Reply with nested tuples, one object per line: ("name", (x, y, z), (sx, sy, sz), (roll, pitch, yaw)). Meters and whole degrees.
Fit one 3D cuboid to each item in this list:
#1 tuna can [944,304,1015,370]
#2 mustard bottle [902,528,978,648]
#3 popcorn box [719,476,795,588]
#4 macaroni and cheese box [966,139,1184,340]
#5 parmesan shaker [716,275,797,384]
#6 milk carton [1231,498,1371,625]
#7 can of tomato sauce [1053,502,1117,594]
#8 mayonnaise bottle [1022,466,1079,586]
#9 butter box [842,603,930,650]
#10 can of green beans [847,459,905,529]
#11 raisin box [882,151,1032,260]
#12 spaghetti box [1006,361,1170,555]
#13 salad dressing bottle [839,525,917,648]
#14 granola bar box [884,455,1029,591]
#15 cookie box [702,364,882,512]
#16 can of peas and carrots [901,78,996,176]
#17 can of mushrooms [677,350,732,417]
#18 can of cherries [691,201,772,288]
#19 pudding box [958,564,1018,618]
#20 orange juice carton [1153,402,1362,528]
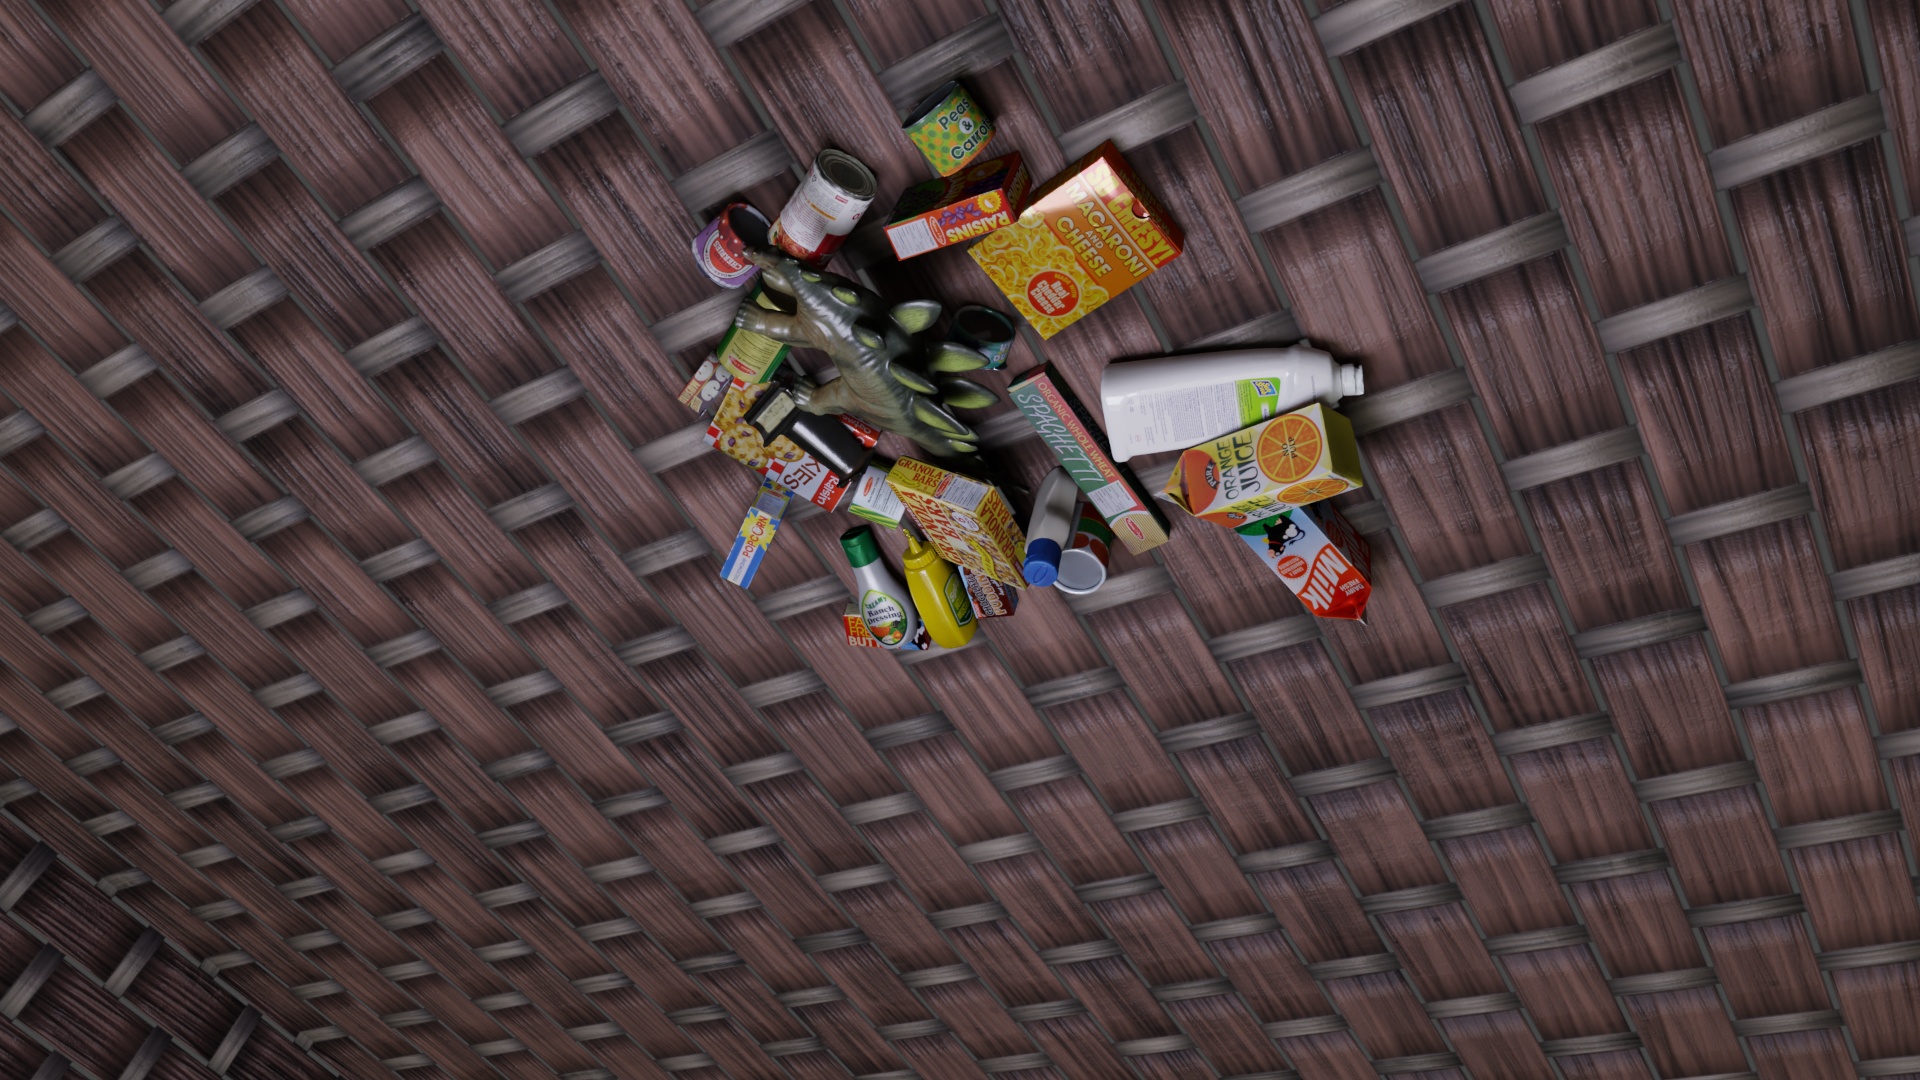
("tuna can", (0.022, -0.203, 1.391), (0.071, 0.071, 0.032), (21, 130, -3))
("mustard bottle", (-0.031, 0.051, 1.618), (0.049, 0.066, 0.159), (-10, 122, 29))
("popcorn box", (-0.230, -0.016, 1.599), (0.038, 0.085, 0.126), (26, 131, -7))
("macaroni and cheese box", (0.110, -0.282, 1.322), (0.166, 0.040, 0.123), (-29, 118, 32))
("parmesan shaker", (-0.198, -0.219, 1.437), (0.071, 0.072, 0.102), (32, 129, -12))
("milk carton", (0.374, 0.009, 1.471), (0.073, 0.073, 0.190), (-32, 115, 33))
("can of tomato sauce", (0.135, 0.010, 1.527), (0.071, 0.083, 0.070), (8, 130, 9))
("mayonnaise bottle", (0.095, -0.012, 1.476), (0.041, 0.149, 0.064), (24, 131, -7))
("butter box", (-0.090, 0.106, 1.704), (0.103, 0.024, 0.052), (3, 129, 12))
("can of green beans", (-0.087, -0.052, 1.545), (0.058, 0.071, 0.071), (22, 131, -5))
("raisin box", (-0.001, -0.312, 1.296), (0.123, 0.086, 0.040), (-13, 123, 24))
("spaghetti box", (0.140, -0.085, 1.483), (0.050, 0.029, 0.249), (-24, 119, 30))
("salad dressing bottle", (-0.098, 0.055, 1.636), (0.064, 0.044, 0.147), (-15, 110, 19))
("granola bar box", (0.005, -0.019, 1.502), (0.124, 0.039, 0.165), (21, 159, 33))
("cookie box", (-0.184, -0.120, 1.533), (0.167, 0.040, 0.122), (29, 129, -9))
("can of peas and carrots", (-0.009, -0.374, 1.257), (0.070, 0.071, 0.058), (-28, 118, 32))
("can of mushrooms", (-0.274, -0.168, 1.495), (0.033, 0.071, 0.070), (37, 128, -14))
("can of cherries", (-0.224, -0.292, 1.379), (0.058, 0.072, 0.071), (-33, 115, 33))
("pudding box", (0.033, 0.050, 1.622), (0.049, 0.030, 0.083), (-5, 127, 19))
("orange juice carton", (0.292, -0.066, 1.380), (0.192, 0.073, 0.072), (-20, 158, 36))
